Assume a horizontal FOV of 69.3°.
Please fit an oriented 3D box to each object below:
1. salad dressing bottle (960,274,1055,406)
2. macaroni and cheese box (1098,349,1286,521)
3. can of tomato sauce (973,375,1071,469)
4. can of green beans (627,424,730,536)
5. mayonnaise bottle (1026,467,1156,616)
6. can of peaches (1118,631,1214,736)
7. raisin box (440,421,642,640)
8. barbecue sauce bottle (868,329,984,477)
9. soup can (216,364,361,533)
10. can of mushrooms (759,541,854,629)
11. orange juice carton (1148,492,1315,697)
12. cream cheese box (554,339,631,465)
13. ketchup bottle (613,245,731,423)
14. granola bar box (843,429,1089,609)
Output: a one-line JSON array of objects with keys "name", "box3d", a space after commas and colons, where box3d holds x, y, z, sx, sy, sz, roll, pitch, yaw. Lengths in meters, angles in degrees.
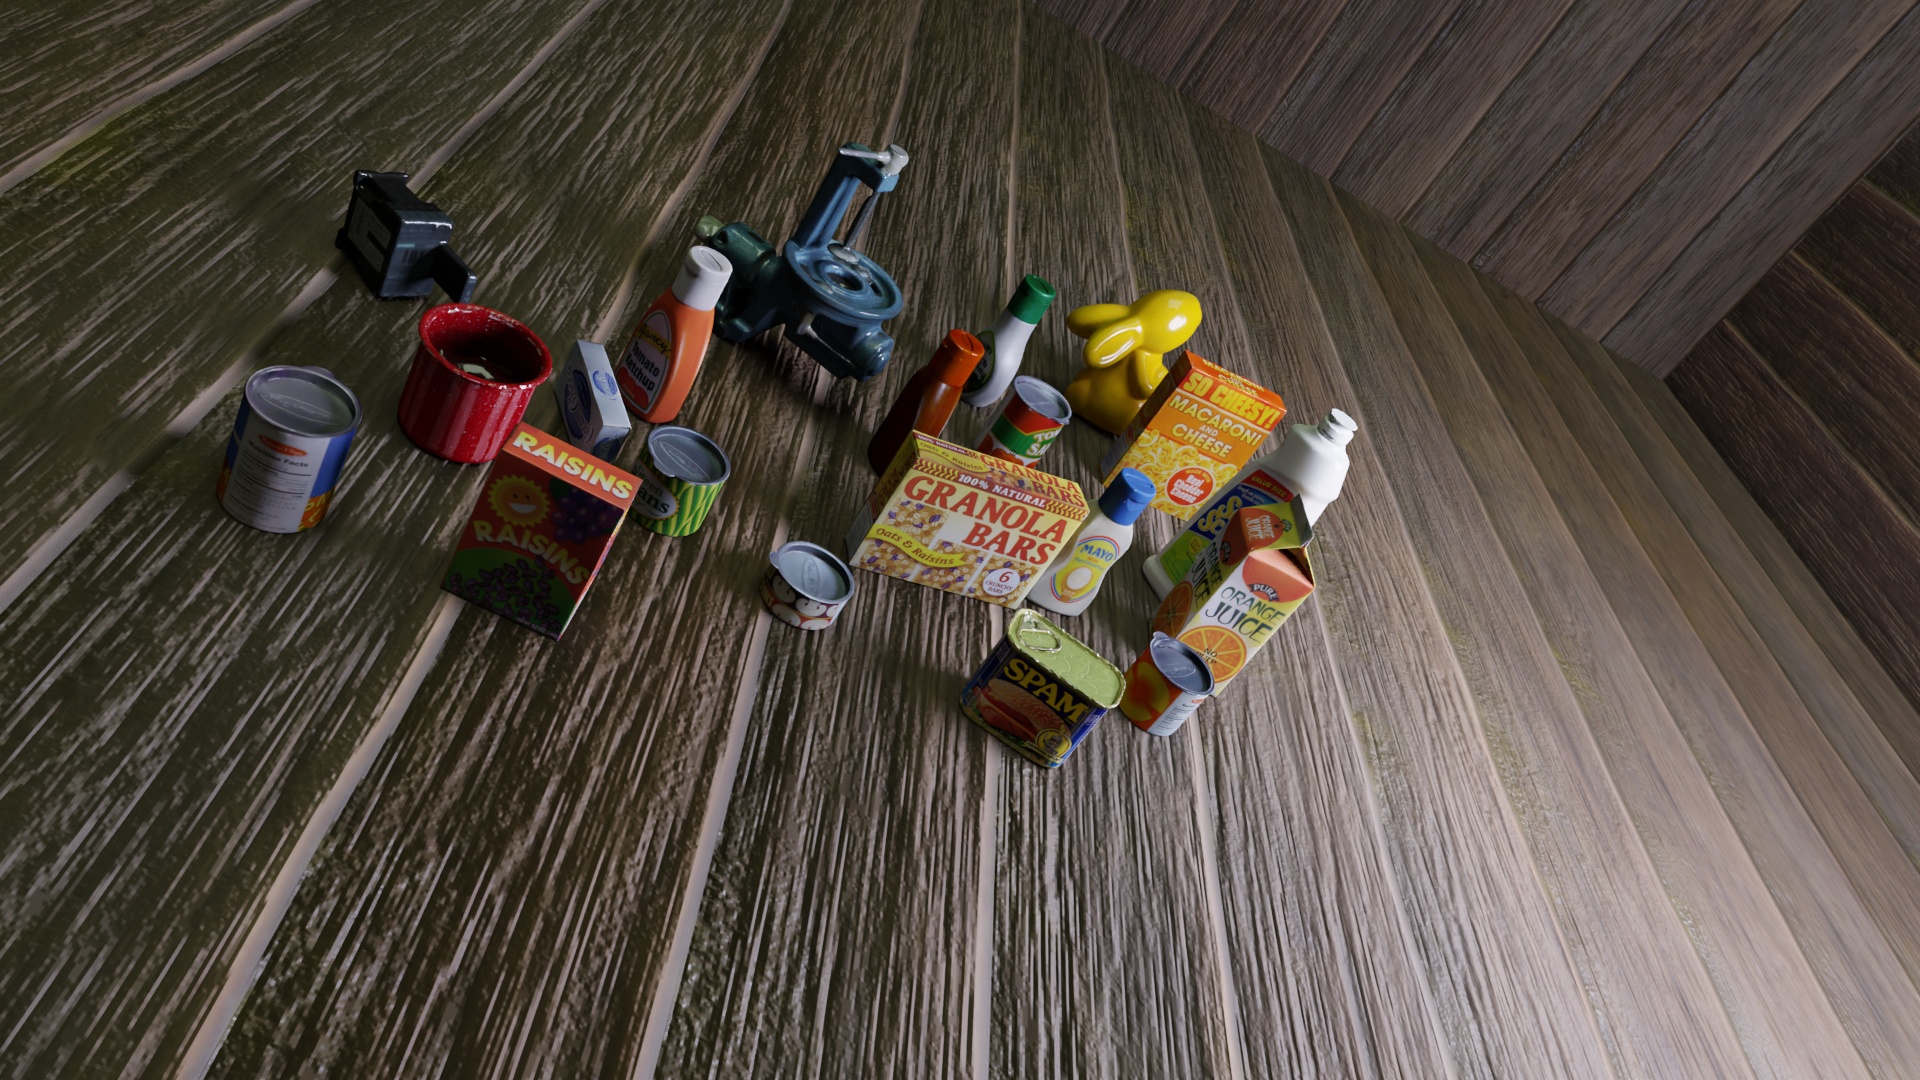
[{"name": "salad dressing bottle", "box3d": [0.045, -0.206, 1.432, 0.044, 0.147, 0.064, 5, 42, -39]}, {"name": "macaroni and cheese box", "box3d": [0.242, -0.107, 1.464, 0.124, 0.165, 0.040, 22, 33, -21]}, {"name": "can of tomato sauce", "box3d": [0.062, -0.110, 1.380, 0.071, 0.082, 0.071, 24, 33, -17]}, {"name": "can of green beans", "box3d": [-0.217, -0.045, 1.056, 0.071, 0.057, 0.071, 24, 33, -17]}, {"name": "mayonnaise bottle", "box3d": [0.116, 0.001, 1.218, 0.065, 0.147, 0.041, 21, 34, -22]}, {"name": "can of peaches", "box3d": [0.173, 0.124, 1.192, 0.071, 0.057, 0.071, 24, 33, -17]}, {"name": "raisin box", "box3d": [-0.269, -0.005, 0.890, 0.086, 0.122, 0.040, 28, 32, -12]}, {"name": "barbecue sauce bottle", "box3d": [-0.031, -0.122, 1.247, 0.044, 0.147, 0.065, 16, 36, -29]}, {"name": "soup can", "box3d": [-0.416, -0.057, 0.862, 0.071, 0.083, 0.072, 24, 33, -17]}, {"name": "can of mushrooms", "box3d": [-0.120, 0.034, 1.063, 0.071, 0.033, 0.071, 24, 33, -17]}, {"name": "orange juice carton", "box3d": [0.251, 0.043, 1.245, 0.073, 0.191, 0.072, 27, 32, -14]}, {"name": "cream cheese box", "box3d": [-0.285, -0.102, 1.074, 0.024, 0.053, 0.104, 8, 40, -37]}, {"name": "ketchup bottle", "box3d": [-0.230, -0.168, 1.123, 0.065, 0.148, 0.044, 48, 33, 21]}, {"name": "granola bar box", "box3d": [0.004, -0.015, 1.158, 0.165, 0.123, 0.039, 16, 36, -28]}]
